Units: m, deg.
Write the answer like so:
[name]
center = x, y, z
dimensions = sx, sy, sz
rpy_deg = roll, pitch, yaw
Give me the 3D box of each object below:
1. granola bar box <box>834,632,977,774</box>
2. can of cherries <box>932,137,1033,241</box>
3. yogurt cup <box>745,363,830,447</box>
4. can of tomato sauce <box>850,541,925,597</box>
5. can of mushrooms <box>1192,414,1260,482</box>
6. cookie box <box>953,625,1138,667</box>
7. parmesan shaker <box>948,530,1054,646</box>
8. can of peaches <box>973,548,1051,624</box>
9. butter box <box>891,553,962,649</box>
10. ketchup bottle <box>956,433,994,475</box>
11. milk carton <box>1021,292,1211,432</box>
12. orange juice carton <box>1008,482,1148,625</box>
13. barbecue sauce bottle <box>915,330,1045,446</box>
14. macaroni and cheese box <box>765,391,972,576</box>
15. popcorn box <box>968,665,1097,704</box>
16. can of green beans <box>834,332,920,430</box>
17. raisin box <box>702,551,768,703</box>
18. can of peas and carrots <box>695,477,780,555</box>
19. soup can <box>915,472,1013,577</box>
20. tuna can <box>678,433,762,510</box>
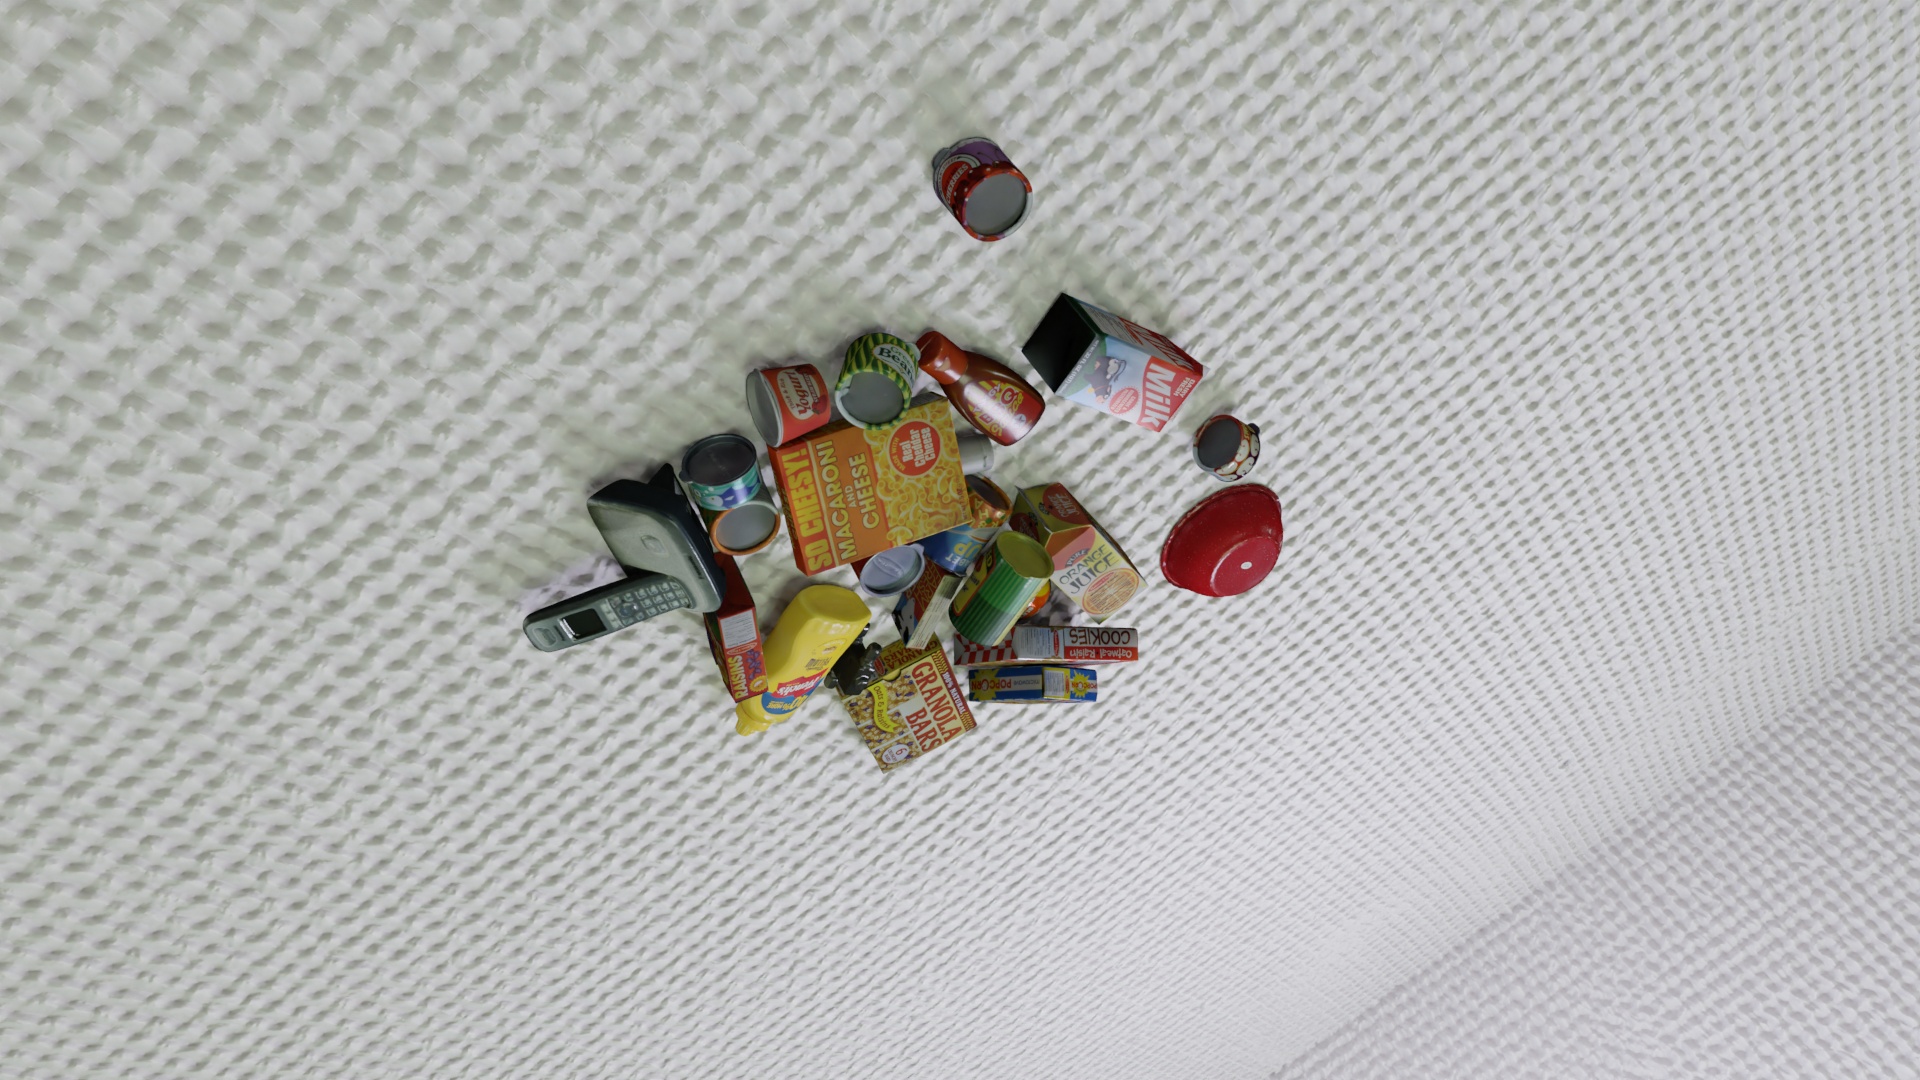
[granola bar box]
center = -0.060, 0.182, 1.559
dimensions = 0.124, 0.039, 0.164
rpy_deg = -27, 139, -5
[can of cherries]
center = 0.016, -0.287, 1.137
dimensions = 0.071, 0.058, 0.071
rpy_deg = -17, 137, -16
[yogurt cup]
center = -0.147, -0.120, 1.199
dimensions = 0.054, 0.072, 0.072
rpy_deg = -20, 138, -24
[can of tomato sauce]
center = -0.079, 0.002, 1.340
dimensions = 0.071, 0.083, 0.070
rpy_deg = -17, 136, -16
[can of mushrooms]
center = 0.282, -0.100, 1.470
dimensions = 0.033, 0.071, 0.071
rpy_deg = 23, 116, -41
[cookie box]
center = 0.095, 0.117, 1.537
dimensions = 0.168, 0.040, 0.122
rpy_deg = 4, 170, -34
[parmesan shaker]
center = 0.039, 0.050, 1.388
dimensions = 0.071, 0.071, 0.102
rpy_deg = 9, 130, -36
[can of peaches]
center = 0.054, 0.045, 1.471
dimensions = 0.071, 0.071, 0.058
rpy_deg = -38, 137, 8
[butter box]
center = -0.035, 0.058, 1.444
dimensions = 0.024, 0.053, 0.103
rpy_deg = 8, 125, -32
[ketchup bottle]
center = -0.042, -0.071, 1.322
dimensions = 0.149, 0.044, 0.064
rpy_deg = -12, 125, -21
[milk carton]
center = 0.159, -0.163, 1.330
dimensions = 0.191, 0.074, 0.072
rpy_deg = 14, 122, -39
[orange juice carton]
center = 0.118, 0.007, 1.471
dimensions = 0.073, 0.072, 0.192
rpy_deg = -39, 138, 8
[barbecue sauce bottle]
center = 0.014, -0.144, 1.285
dimensions = 0.064, 0.044, 0.148
rpy_deg = -46, 136, 12
[macaroni and cheese box]
center = -0.081, -0.052, 1.259
dimensions = 0.167, 0.040, 0.123
rpy_deg = -19, 111, -20
[popcorn box]
center = 0.081, 0.164, 1.567
dimensions = 0.085, 0.038, 0.126
rpy_deg = 8, 169, -40
[can of green beans]
center = -0.073, -0.138, 1.210
dimensions = 0.071, 0.058, 0.071
rpy_deg = 4, 129, 5
[raisin box]
center = -0.220, 0.083, 1.334
dimensions = 0.040, 0.086, 0.122
rpy_deg = -18, 137, -17
[can of peas and carrots]
center = -0.203, -0.027, 1.259
dimensions = 0.071, 0.059, 0.070
rpy_deg = -16, 136, -16
[soup can]
center = 0.005, -0.017, 1.381
dimensions = 0.071, 0.071, 0.083
rpy_deg = 20, 118, -41
[tuna can]
center = -0.210, -0.059, 1.216
dimensions = 0.071, 0.071, 0.032
rpy_deg = -20, 138, -12
